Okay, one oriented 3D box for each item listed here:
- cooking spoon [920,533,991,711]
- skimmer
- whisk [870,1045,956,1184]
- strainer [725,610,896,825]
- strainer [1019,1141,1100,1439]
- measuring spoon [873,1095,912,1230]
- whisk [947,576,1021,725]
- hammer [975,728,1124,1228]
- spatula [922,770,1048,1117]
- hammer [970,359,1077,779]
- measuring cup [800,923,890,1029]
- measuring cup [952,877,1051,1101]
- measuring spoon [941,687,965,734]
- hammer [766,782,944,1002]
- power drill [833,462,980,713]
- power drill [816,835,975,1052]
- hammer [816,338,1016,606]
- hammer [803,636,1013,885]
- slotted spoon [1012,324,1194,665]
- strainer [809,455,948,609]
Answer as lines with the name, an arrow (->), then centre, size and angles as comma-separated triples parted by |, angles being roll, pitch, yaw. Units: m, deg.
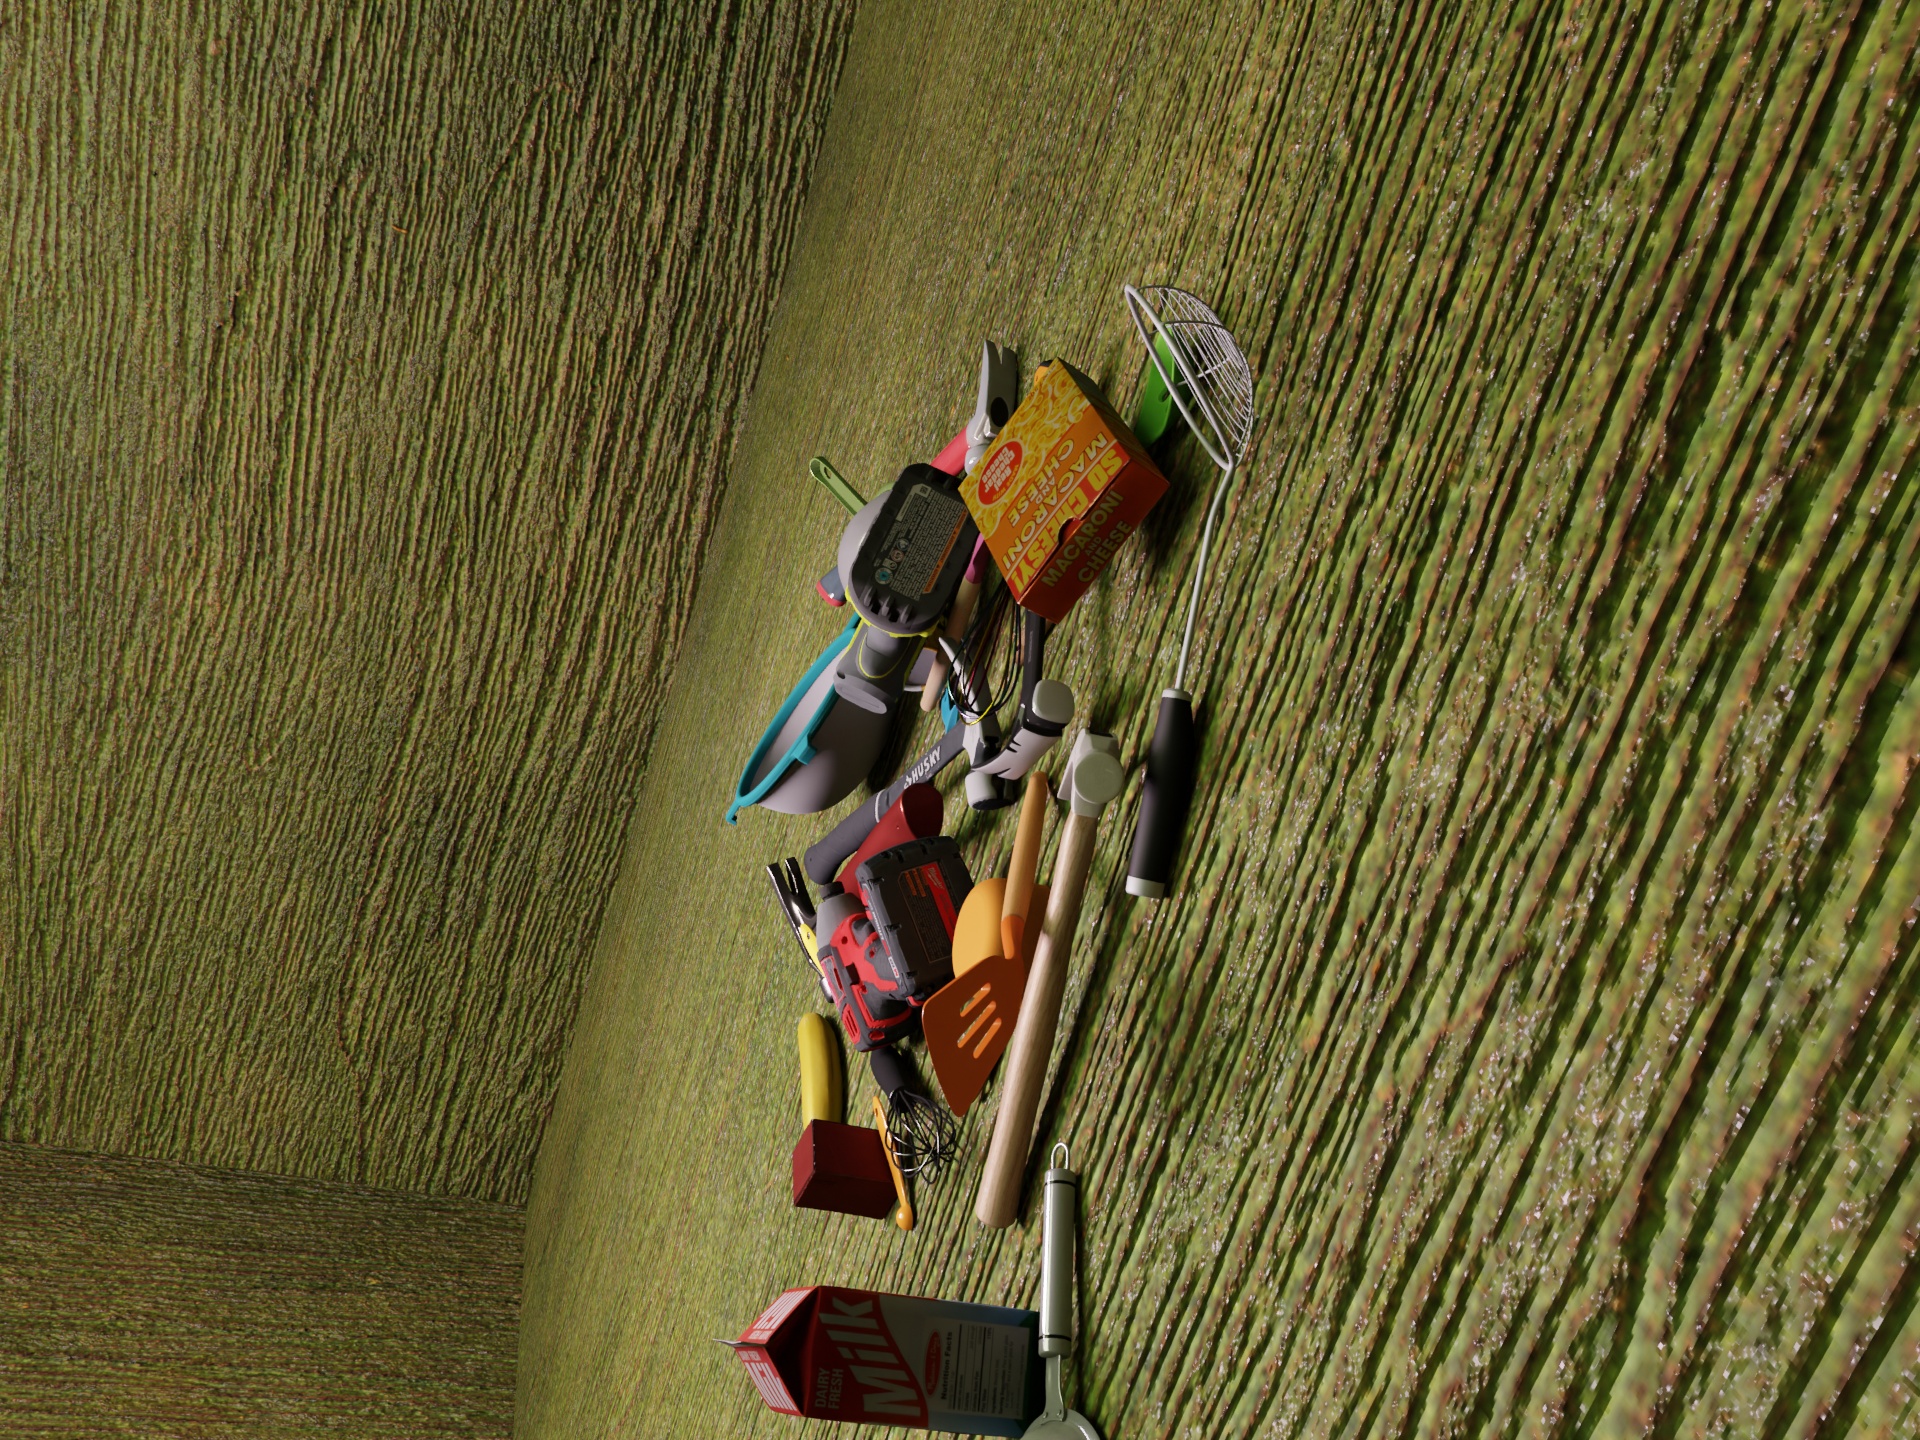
cooking spoon -> 0.006, -0.104, 1.340 | 0.318, 0.017, 0.069 | 112, 174, -52
skimmer -> 0.113, -0.079, 0.958 | 0.127, 0.090, 0.363 | 24, -104, -79
whisk -> -0.044, 0.300, 1.248 | 0.239, 0.055, 0.055 | -148, 72, -76
strainer -> -0.106, -0.028, 1.629 | 0.211, 0.095, 0.341 | -38, 21, 51
strainer -> 0.051, 0.367, 0.910 | 0.087, 0.050, 0.259 | -35, 39, 42
measuring spoon -> -0.057, 0.349, 1.259 | 0.021, 0.011, 0.117 | 109, 151, -43
whisk -> 0.035, -0.102, 1.250 | 0.047, 0.051, 0.245 | 110, 176, -61
hammer -> 0.055, 0.166, 1.015 | 0.130, 0.031, 0.331 | -70, -8, -79
spatula -> 0.027, 0.118, 1.026 | 0.323, 0.041, 0.081 | -74, -30, -61
hammer -> 0.057, -0.123, 1.178 | 0.127, 0.034, 0.337 | 129, 151, -59
measuring cup -> -0.100, 0.228, 1.412 | 0.157, 0.029, 0.062 | 47, 131, 46
measuring cup -> 0.015, 0.192, 1.120 | 0.095, 0.052, 0.173 | -123, 51, -66
measuring spoon -> -0.002, -0.004, 1.390 | 0.129, 0.021, 0.042 | -103, 27, -72
hammer -> -0.091, 0.130, 1.391 | 0.149, 0.036, 0.359 | 64, 152, 16
power drill -> -0.038, -0.121, 1.316 | 0.228, 0.080, 0.191 | 116, 180, -74
power drill -> -0.057, 0.173, 1.257 | 0.143, 0.078, 0.219 | 68, 153, 14
hammer -> -0.052, -0.225, 1.595 | 0.386, 0.038, 0.143 | -37, 41, 55
hammer -> -0.061, 0.064, 1.398 | 0.409, 0.036, 0.149 | 138, 128, -57
slotted spoon -> 0.100, -0.150, 1.155 | 0.070, 0.031, 0.313 | -94, 22, -43
strainer -> -0.102, -0.182, 1.547 | 0.257, 0.069, 0.151 | 49, 140, 36
